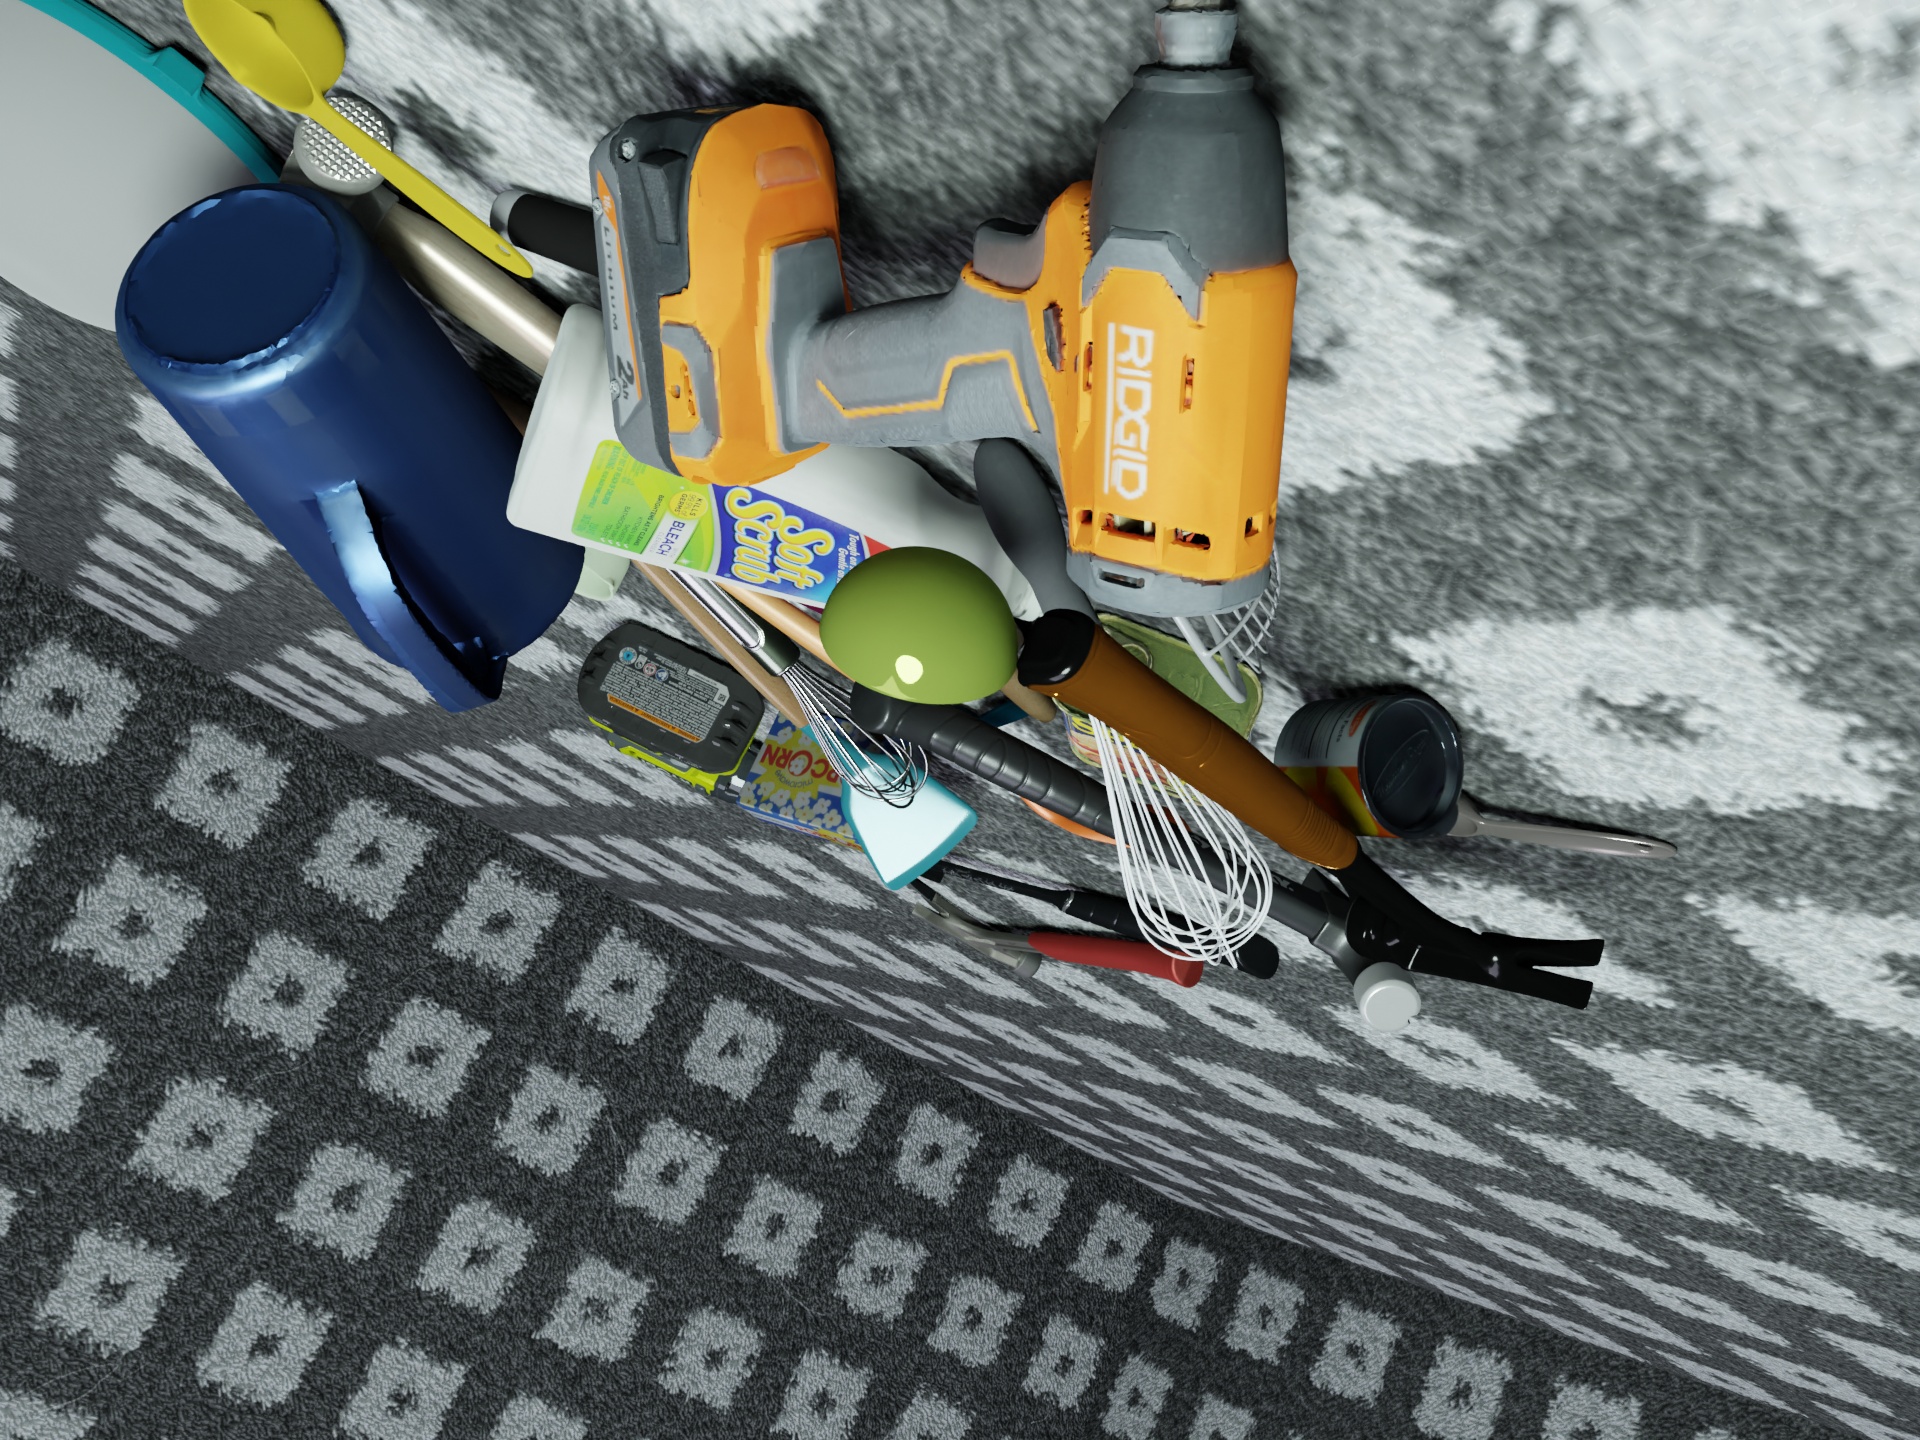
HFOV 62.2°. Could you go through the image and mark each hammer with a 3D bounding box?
[{"bbox_3d":[-0.140,-0.136,0.781,0.410,0.038,0.146,34,163,-21],"label":"hammer"},{"bbox_3d":[0.146,0.044,0.675,0.336,0.034,0.127,33,163,-38],"label":"hammer"},{"bbox_3d":[0.095,0.205,1.462,0.149,0.037,0.359,33,162,-22],"label":"hammer"},{"bbox_3d":[0.077,0.150,1.330,0.409,0.036,0.149,12,159,37],"label":"hammer"},{"bbox_3d":[0.093,0.054,0.867,0.334,0.035,0.146,27,-159,-8],"label":"hammer"}]

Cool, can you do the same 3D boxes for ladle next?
[{"bbox_3d":[0.011,-0.018,0.730,0.078,0.062,0.320,23,177,14],"label":"ladle"}]

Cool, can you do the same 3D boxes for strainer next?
[{"bbox_3d":[-0.426,-0.231,0.827,0.211,0.095,0.340,23,161,9],"label":"strainer"}]

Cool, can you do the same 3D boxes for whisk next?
[{"bbox_3d":[-0.106,-0.031,1.004,0.058,0.059,0.246,-30,119,26],"label":"whisk"},{"bbox_3d":[0.071,-0.002,0.725,0.070,0.070,0.284,3,126,52],"label":"whisk"}]

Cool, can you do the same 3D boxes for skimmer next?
[{"bbox_3d":[-0.041,-0.116,0.622,0.363,0.090,0.127,23,-173,15],"label":"skimmer"}]

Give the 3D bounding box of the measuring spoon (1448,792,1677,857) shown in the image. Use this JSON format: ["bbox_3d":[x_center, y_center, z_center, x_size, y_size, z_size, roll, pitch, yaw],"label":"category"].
[{"bbox_3d":[0.286,0.050,0.781,0.124,0.018,0.034,8,156,29],"label":"measuring spoon"}]

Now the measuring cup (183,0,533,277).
[{"bbox_3d":[-0.228,-0.237,0.628,0.156,0.029,0.062,38,160,-26],"label":"measuring cup"}]

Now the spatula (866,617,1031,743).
[{"bbox_3d":[-0.023,-0.025,0.984,0.059,0.018,0.316,27,162,-7],"label":"spatula"}]

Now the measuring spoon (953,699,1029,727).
[{"bbox_3d":[0.019,-0.008,0.989,0.042,0.021,0.128,14,161,-28],"label":"measuring spoon"}]

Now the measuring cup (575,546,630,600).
[{"bbox_3d":[-0.256,-0.131,0.978,0.083,0.038,0.167,20,160,20],"label":"measuring cup"}]

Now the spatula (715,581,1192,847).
[{"bbox_3d":[-0.001,-0.003,0.932,0.322,0.041,0.081,34,-166,-11],"label":"spatula"}]

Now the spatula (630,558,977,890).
[{"bbox_3d":[-0.116,-0.014,1.053,0.317,0.082,0.044,47,-174,-28],"label":"spatula"}]

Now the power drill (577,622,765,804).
[{"bbox_3d":[-0.212,0.010,1.268,0.171,0.080,0.223,25,167,5],"label":"power drill"}]

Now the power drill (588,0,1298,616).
[{"bbox_3d":[-0.006,-0.134,0.484,0.227,0.084,0.164,17,122,30],"label":"power drill"}]

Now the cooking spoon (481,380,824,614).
[{"bbox_3d":[-0.170,-0.127,0.897,0.318,0.017,0.069,28,163,-10],"label":"cooking spoon"}]
